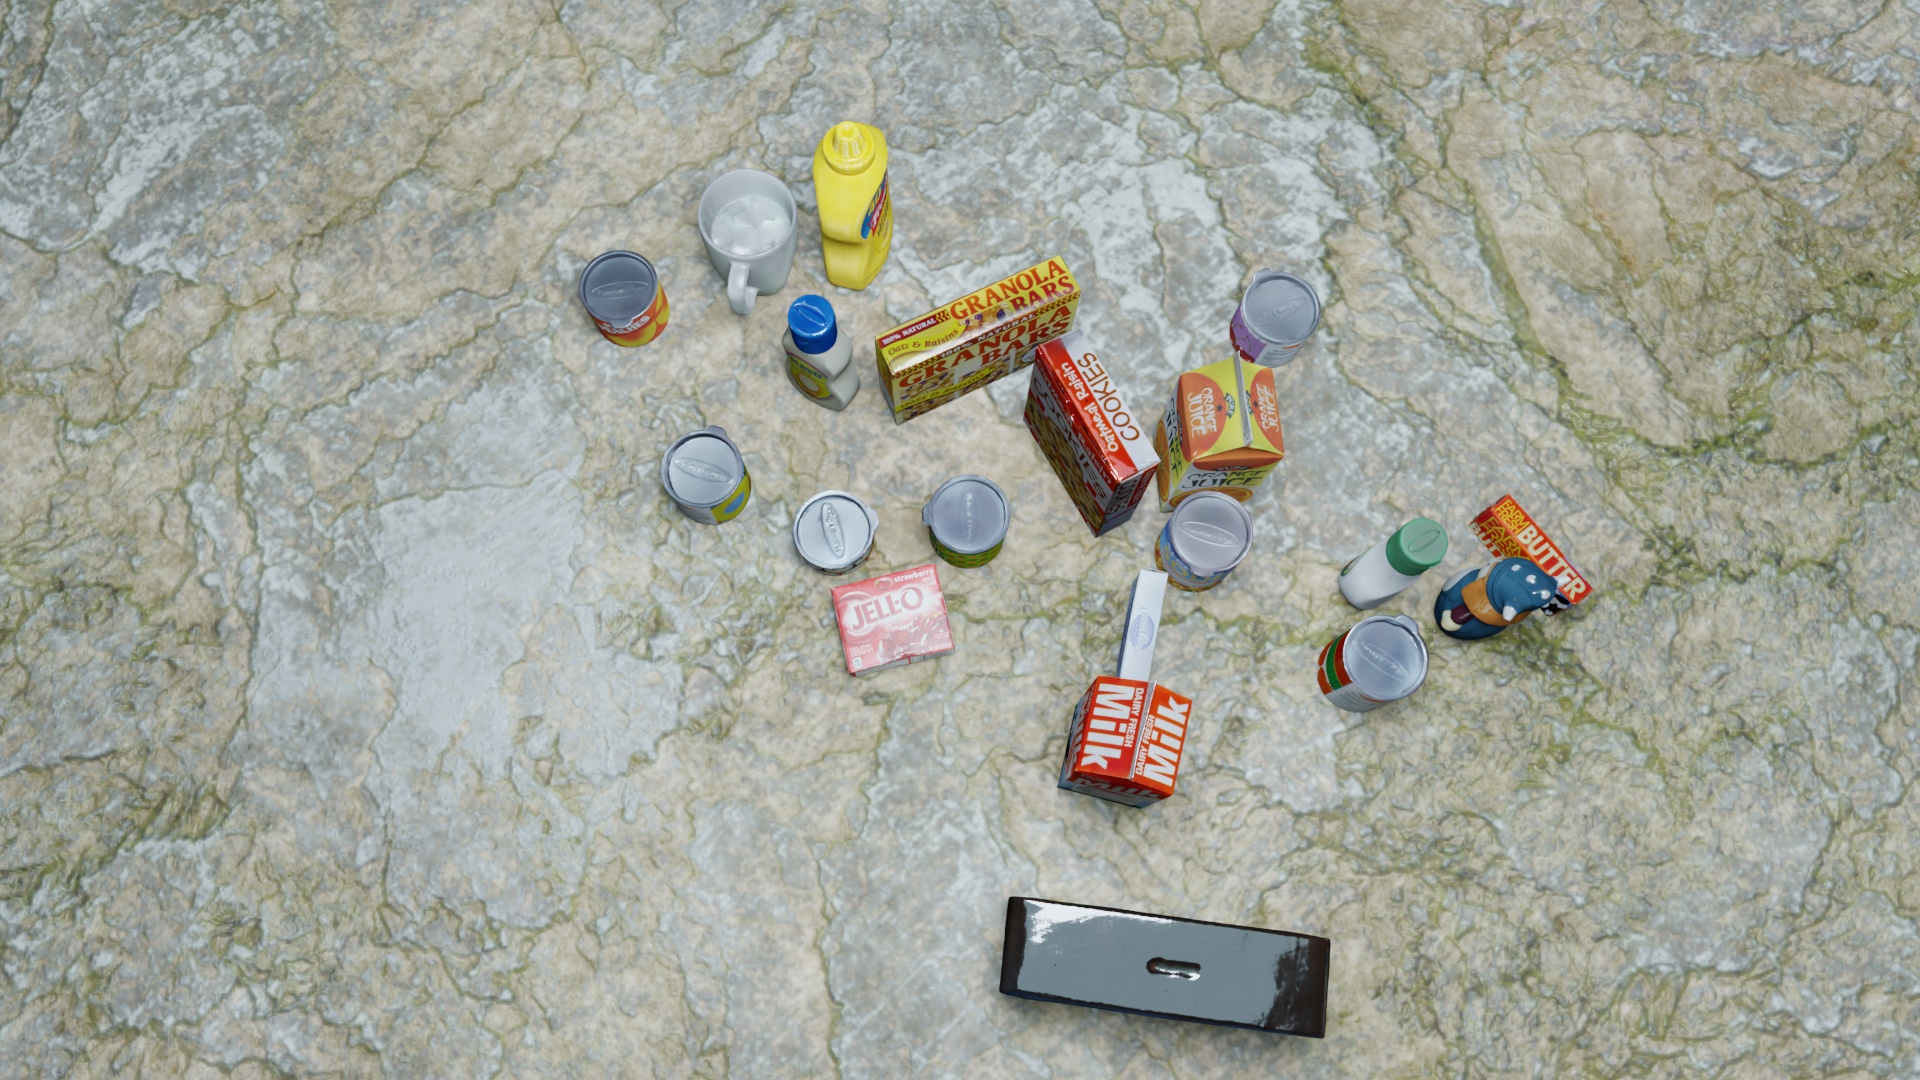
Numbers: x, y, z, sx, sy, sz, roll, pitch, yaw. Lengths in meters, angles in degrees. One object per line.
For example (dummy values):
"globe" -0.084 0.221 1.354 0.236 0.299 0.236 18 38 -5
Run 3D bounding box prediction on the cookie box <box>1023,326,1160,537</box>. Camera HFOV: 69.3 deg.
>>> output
"cookie box" 0.100 -0.081 1.103 0.040 0.167 0.123 -28 78 -8

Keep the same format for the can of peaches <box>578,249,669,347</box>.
"can of peaches" -0.285 -0.203 1.183 0.071 0.058 0.071 0 76 -1

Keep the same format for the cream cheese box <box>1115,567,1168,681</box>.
"cream cheese box" 0.144 0.078 1.121 0.024 0.053 0.104 12 76 2

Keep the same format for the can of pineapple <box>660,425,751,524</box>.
"can of pineapple" -0.207 -0.053 1.146 0.071 0.057 0.071 0 76 -1

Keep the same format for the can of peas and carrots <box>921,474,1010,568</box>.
"can of peas and carrots" 0.004 -0.014 1.140 0.071 0.058 0.071 0 76 -1

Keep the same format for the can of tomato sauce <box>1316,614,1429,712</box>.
"can of tomato sauce" 0.326 0.098 1.105 0.071 0.083 0.071 0 76 -1

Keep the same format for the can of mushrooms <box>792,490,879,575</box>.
"can of mushrooms" -0.102 -0.006 1.148 0.071 0.033 0.071 0 75 -1

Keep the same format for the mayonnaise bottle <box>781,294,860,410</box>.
"mayonnaise bottle" -0.116 -0.154 1.128 0.065 0.147 0.041 32 77 7

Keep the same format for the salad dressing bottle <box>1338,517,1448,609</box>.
"salad dressing bottle" 0.341 0.018 1.093 0.064 0.147 0.044 -30 78 -8

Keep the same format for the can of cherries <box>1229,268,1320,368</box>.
"can of cherries" 0.268 -0.191 1.192 0.071 0.058 0.071 0 76 -1

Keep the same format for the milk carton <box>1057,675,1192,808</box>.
"milk carton" 0.122 0.151 1.031 0.073 0.190 0.072 14 76 2

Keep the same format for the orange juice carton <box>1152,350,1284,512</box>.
"orange juice carton" 0.203 -0.082 1.093 0.073 0.192 0.072 -3 76 -2

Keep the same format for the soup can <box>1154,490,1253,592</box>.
"soup can" 0.195 0.005 1.126 0.071 0.083 0.071 0 76 -1

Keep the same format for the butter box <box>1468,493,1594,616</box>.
"butter box" 0.469 0.013 1.146 0.024 0.053 0.103 -36 79 -9

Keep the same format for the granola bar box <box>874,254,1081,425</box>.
"granola bar box" 0.012 -0.164 1.145 0.166 0.124 0.039 -25 78 -7
